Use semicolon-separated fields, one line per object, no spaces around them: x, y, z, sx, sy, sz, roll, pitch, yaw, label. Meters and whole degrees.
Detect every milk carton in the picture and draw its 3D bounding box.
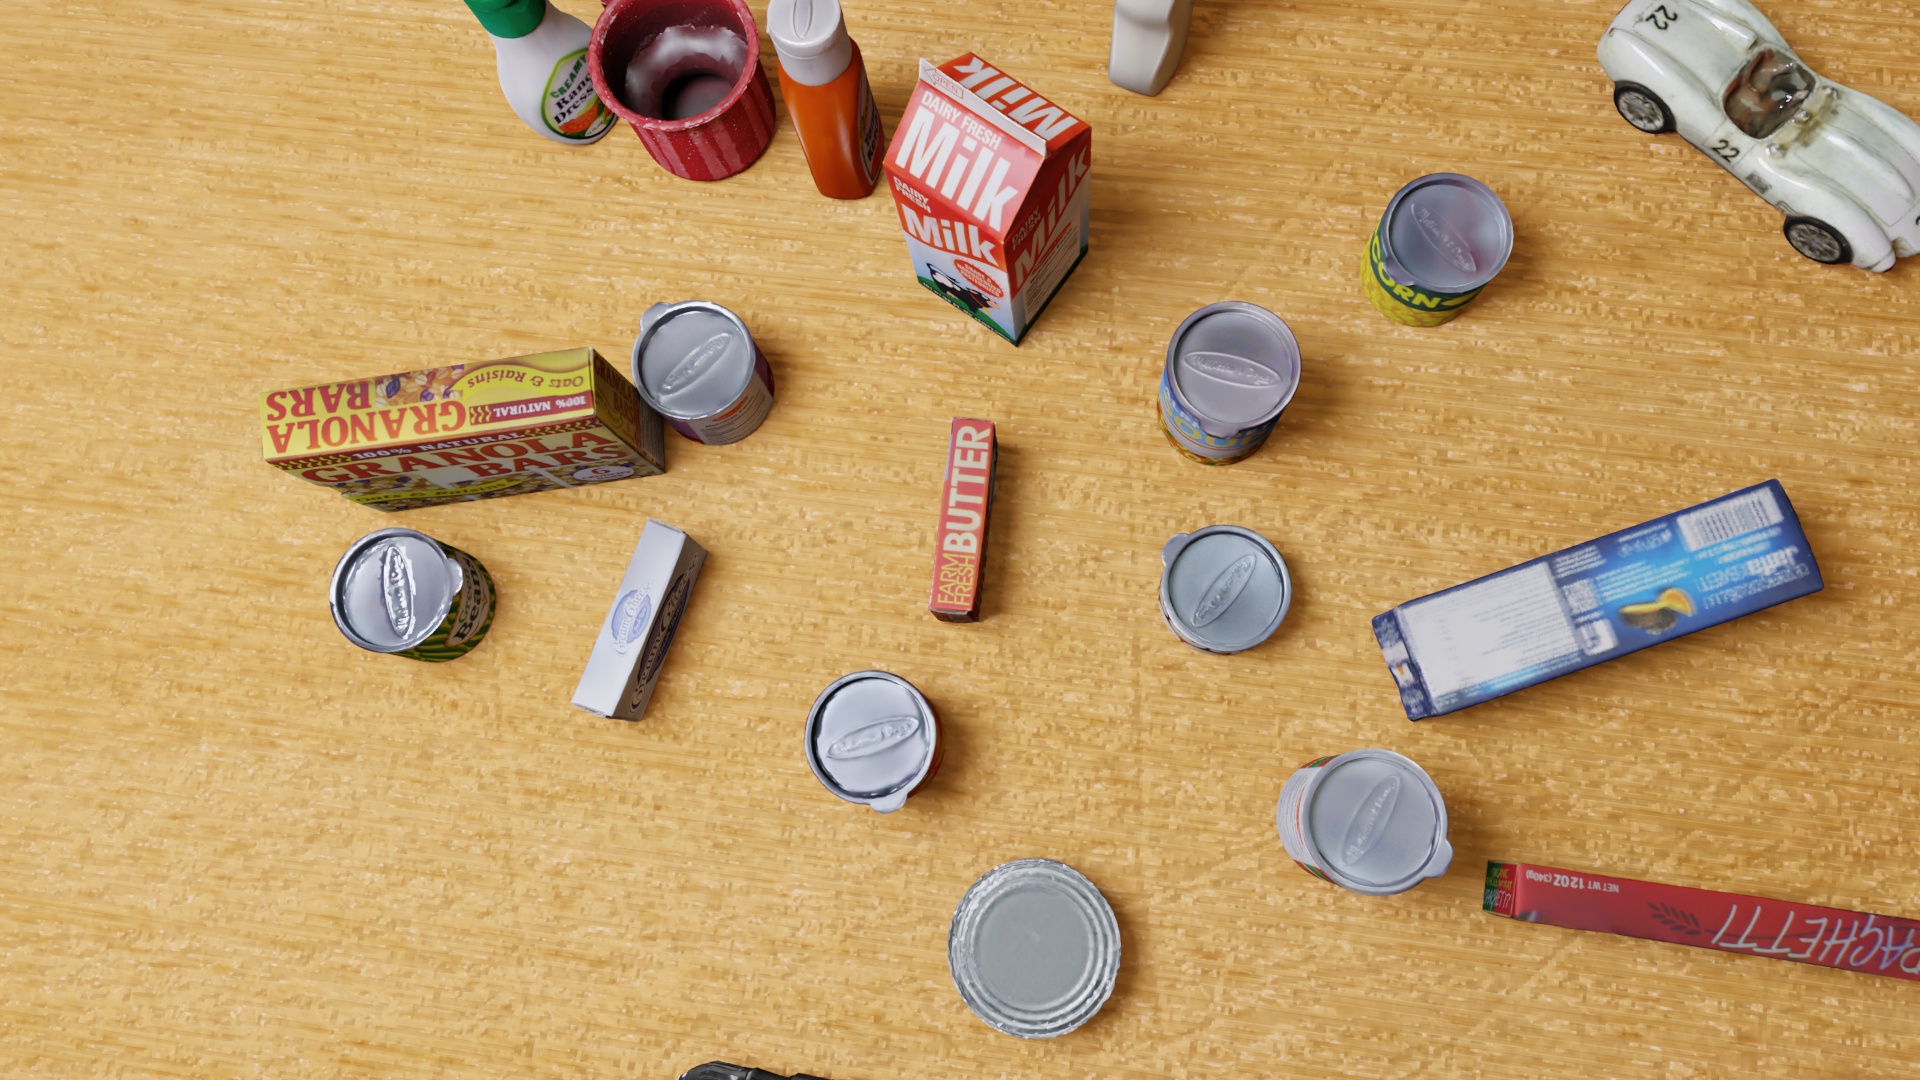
0.017;-0.173;0.694;0.072;0.190;0.073;35;84;10;milk carton

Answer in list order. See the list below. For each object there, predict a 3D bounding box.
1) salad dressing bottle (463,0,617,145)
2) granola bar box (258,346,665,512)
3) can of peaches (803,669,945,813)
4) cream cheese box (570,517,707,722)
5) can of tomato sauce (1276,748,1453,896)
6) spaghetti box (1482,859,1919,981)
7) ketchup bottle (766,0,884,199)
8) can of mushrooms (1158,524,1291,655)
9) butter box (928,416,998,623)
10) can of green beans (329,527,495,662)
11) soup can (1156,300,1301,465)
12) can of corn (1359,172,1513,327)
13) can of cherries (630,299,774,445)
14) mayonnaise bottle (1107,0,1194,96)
-0.229;-0.268;0.752;0.044;0.147;0.064;40;85;10;salad dressing bottle
-0.251;-0.054;0.723;0.166;0.124;0.039;-8;79;3;granola bar box
-0.042;0.104;0.711;0.071;0.058;0.071;-1;79;4;can of peaches
-0.168;0.044;0.734;0.024;0.053;0.104;20;81;7;cream cheese box
0.194;0.137;0.675;0.071;0.083;0.071;-1;79;4;can of tomato sauce
0.386;0.186;0.669;0.250;0.050;0.029;7;80;5;spaghetti box
-0.071;-0.238;0.734;0.043;0.148;0.065;2;80;5;ketchup bottle
0.135;0.025;0.727;0.071;0.033;0.071;-1;79;4;can of mushrooms
0.003;-0.009;0.733;0.024;0.053;0.103;6;79;5;butter box
-0.291;0.031;0.743;0.071;0.057;0.071;-1;79;4;can of green beans
0.136;-0.077;0.721;0.071;0.083;0.071;-1;79;4;soup can
0.250;-0.152;0.741;0.071;0.058;0.071;-1;79;4;can of corn
-0.140;-0.092;0.756;0.071;0.058;0.071;-1;79;4;can of cherries
0.104;-0.297;0.734;0.041;0.148;0.065;22;82;8;mayonnaise bottle
